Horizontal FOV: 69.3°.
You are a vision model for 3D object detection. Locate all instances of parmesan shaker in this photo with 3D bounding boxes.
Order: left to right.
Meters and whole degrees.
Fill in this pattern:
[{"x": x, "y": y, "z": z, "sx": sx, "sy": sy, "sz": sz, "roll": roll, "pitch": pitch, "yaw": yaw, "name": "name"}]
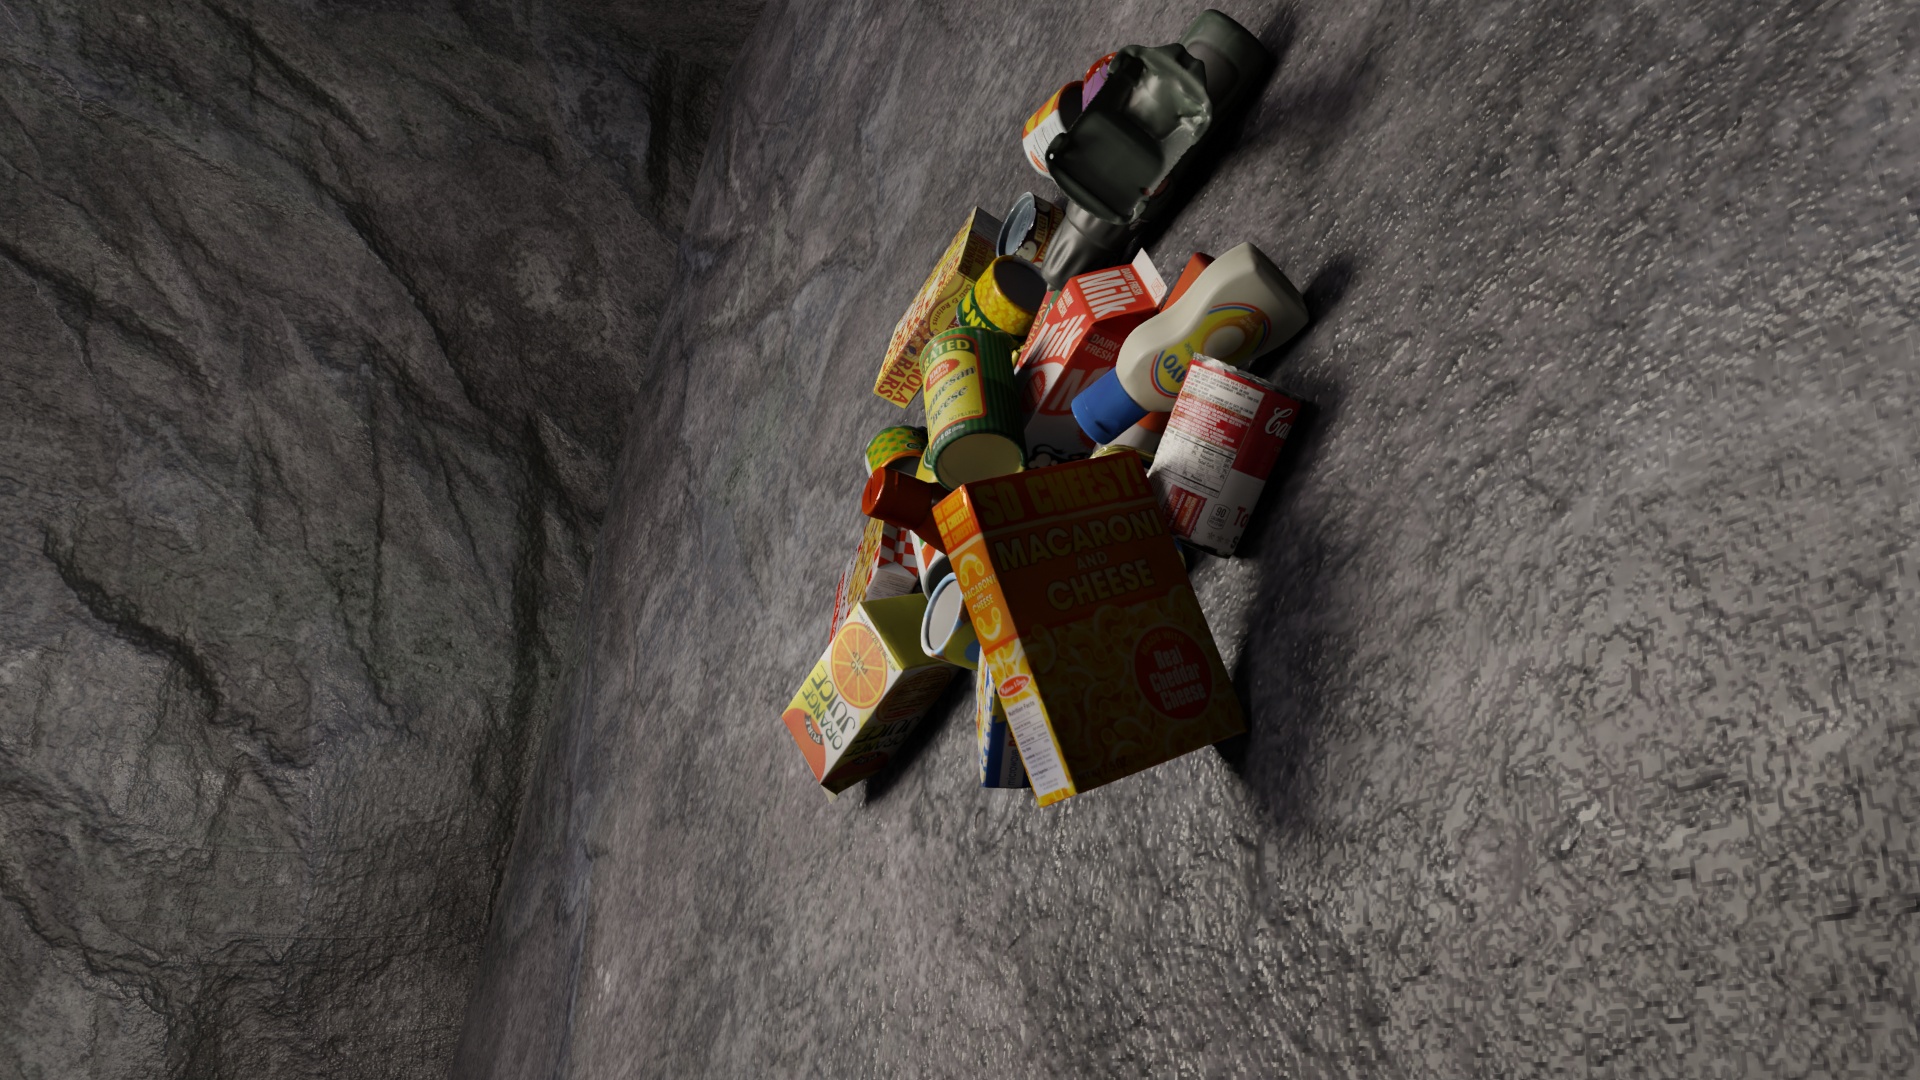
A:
[{"x": 0.011, "y": -0.091, "z": 0.953, "sx": 0.071, "sy": 0.071, "sz": 0.103, "roll": -51, "pitch": 33, "yaw": 39, "name": "parmesan shaker"}]

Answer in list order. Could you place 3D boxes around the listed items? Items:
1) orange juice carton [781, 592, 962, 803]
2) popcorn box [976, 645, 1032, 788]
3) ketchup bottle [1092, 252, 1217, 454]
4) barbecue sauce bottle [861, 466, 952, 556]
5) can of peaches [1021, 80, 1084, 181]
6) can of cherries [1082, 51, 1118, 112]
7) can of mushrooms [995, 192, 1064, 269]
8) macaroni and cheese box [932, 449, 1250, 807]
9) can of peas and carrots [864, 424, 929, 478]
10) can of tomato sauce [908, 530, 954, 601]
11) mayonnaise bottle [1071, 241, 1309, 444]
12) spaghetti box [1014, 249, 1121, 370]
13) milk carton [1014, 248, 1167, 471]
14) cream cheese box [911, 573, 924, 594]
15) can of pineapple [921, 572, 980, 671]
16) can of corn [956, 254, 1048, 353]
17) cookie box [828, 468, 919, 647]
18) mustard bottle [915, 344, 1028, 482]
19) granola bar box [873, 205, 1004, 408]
[{"x": -0.081, "y": 0.133, "z": 1.135, "sx": 0.072, "sy": 0.073, "sz": 0.191, "roll": 55, "pitch": 129, "yaw": 27, "name": "orange juice carton"}, {"x": 0.033, "y": 0.094, "z": 0.915, "sx": 0.126, "sy": 0.038, "sz": 0.085, "roll": 94, "pitch": 176, "yaw": -46, "name": "popcorn box"}, {"x": 0.136, "y": -0.110, "z": 0.904, "sx": 0.148, "sy": 0.043, "sz": 0.065, "roll": -61, "pitch": 24, "yaw": 22, "name": "ketchup bottle"}, {"x": 0.004, "y": -0.012, "z": 0.990, "sx": 0.043, "sy": 0.148, "sz": 0.065, "roll": -48, "pitch": 31, "yaw": 42, "name": "barbecue sauce bottle"}, {"x": 0.095, "y": -0.345, "z": 1.169, "sx": 0.058, "sy": 0.071, "sz": 0.071, "roll": -25, "pitch": 49, "yaw": 60, "name": "can of peaches"}, {"x": 0.129, "y": -0.339, "z": 1.082, "sx": 0.071, "sy": 0.071, "sz": 0.059, "roll": -45, "pitch": 32, "yaw": 46, "name": "can of cherries"}, {"x": 0.062, "y": -0.270, "z": 1.223, "sx": 0.070, "sy": 0.033, "sz": 0.071, "roll": -49, "pitch": 29, "yaw": 41, "name": "can of mushrooms"}, {"x": 0.069, "y": 0.043, "z": 0.739, "sx": 0.040, "sy": 0.124, "sz": 0.166, "roll": -37, "pitch": 70, "yaw": 53, "name": "macaroni and cheese box"}, {"x": -0.049, "y": -0.066, "z": 1.269, "sx": 0.070, "sy": 0.071, "sz": 0.059, "roll": -61, "pitch": 24, "yaw": 21, "name": "can of peas and carrots"}, {"x": -0.001, "y": 0.007, "z": 1.098, "sx": 0.071, "sy": 0.071, "sz": 0.083, "roll": -59, "pitch": 25, "yaw": 26, "name": "can of tomato sauce"}, {"x": 0.134, "y": -0.113, "z": 0.842, "sx": 0.147, "sy": 0.064, "sz": 0.041, "roll": -37, "pitch": 34, "yaw": 26, "name": "mayonnaise bottle"}, {"x": 0.072, "y": -0.152, "z": 1.106, "sx": 0.249, "sy": 0.029, "sz": 0.050, "roll": -68, "pitch": 22, "yaw": 6, "name": "spaghetti box"}, {"x": 0.087, "y": -0.113, "z": 0.981, "sx": 0.189, "sy": 0.073, "sz": 0.073, "roll": -58, "pitch": 25, "yaw": 26, "name": "milk carton"}, {"x": -0.026, "y": 0.040, "z": 1.178, "sx": 0.053, "sy": 0.024, "sz": 0.104, "roll": -16, "pitch": 58, "yaw": 63, "name": "cream cheese box"}, {"x": 0.012, "y": 0.061, "z": 1.030, "sx": 0.070, "sy": 0.058, "sz": 0.071, "roll": -49, "pitch": 30, "yaw": 42, "name": "can of pineapple"}, {"x": 0.039, "y": -0.196, "z": 1.170, "sx": 0.058, "sy": 0.071, "sz": 0.071, "roll": -46, "pitch": 33, "yaw": 45, "name": "can of corn"}, {"x": -0.075, "y": 0.039, "z": 1.231, "sx": 0.123, "sy": 0.040, "sz": 0.166, "roll": -85, "pitch": 16, "yaw": -45, "name": "cookie box"}, {"x": 0.016, "y": -0.102, "z": 1.168, "sx": 0.159, "sy": 0.049, "sz": 0.065, "roll": -59, "pitch": 24, "yaw": 25, "name": "mustard bottle"}, {"x": -0.018, "y": -0.222, "z": 1.334, "sx": 0.164, "sy": 0.039, "sz": 0.125, "roll": -51, "pitch": 17, "yaw": 39, "name": "granola bar box"}]
